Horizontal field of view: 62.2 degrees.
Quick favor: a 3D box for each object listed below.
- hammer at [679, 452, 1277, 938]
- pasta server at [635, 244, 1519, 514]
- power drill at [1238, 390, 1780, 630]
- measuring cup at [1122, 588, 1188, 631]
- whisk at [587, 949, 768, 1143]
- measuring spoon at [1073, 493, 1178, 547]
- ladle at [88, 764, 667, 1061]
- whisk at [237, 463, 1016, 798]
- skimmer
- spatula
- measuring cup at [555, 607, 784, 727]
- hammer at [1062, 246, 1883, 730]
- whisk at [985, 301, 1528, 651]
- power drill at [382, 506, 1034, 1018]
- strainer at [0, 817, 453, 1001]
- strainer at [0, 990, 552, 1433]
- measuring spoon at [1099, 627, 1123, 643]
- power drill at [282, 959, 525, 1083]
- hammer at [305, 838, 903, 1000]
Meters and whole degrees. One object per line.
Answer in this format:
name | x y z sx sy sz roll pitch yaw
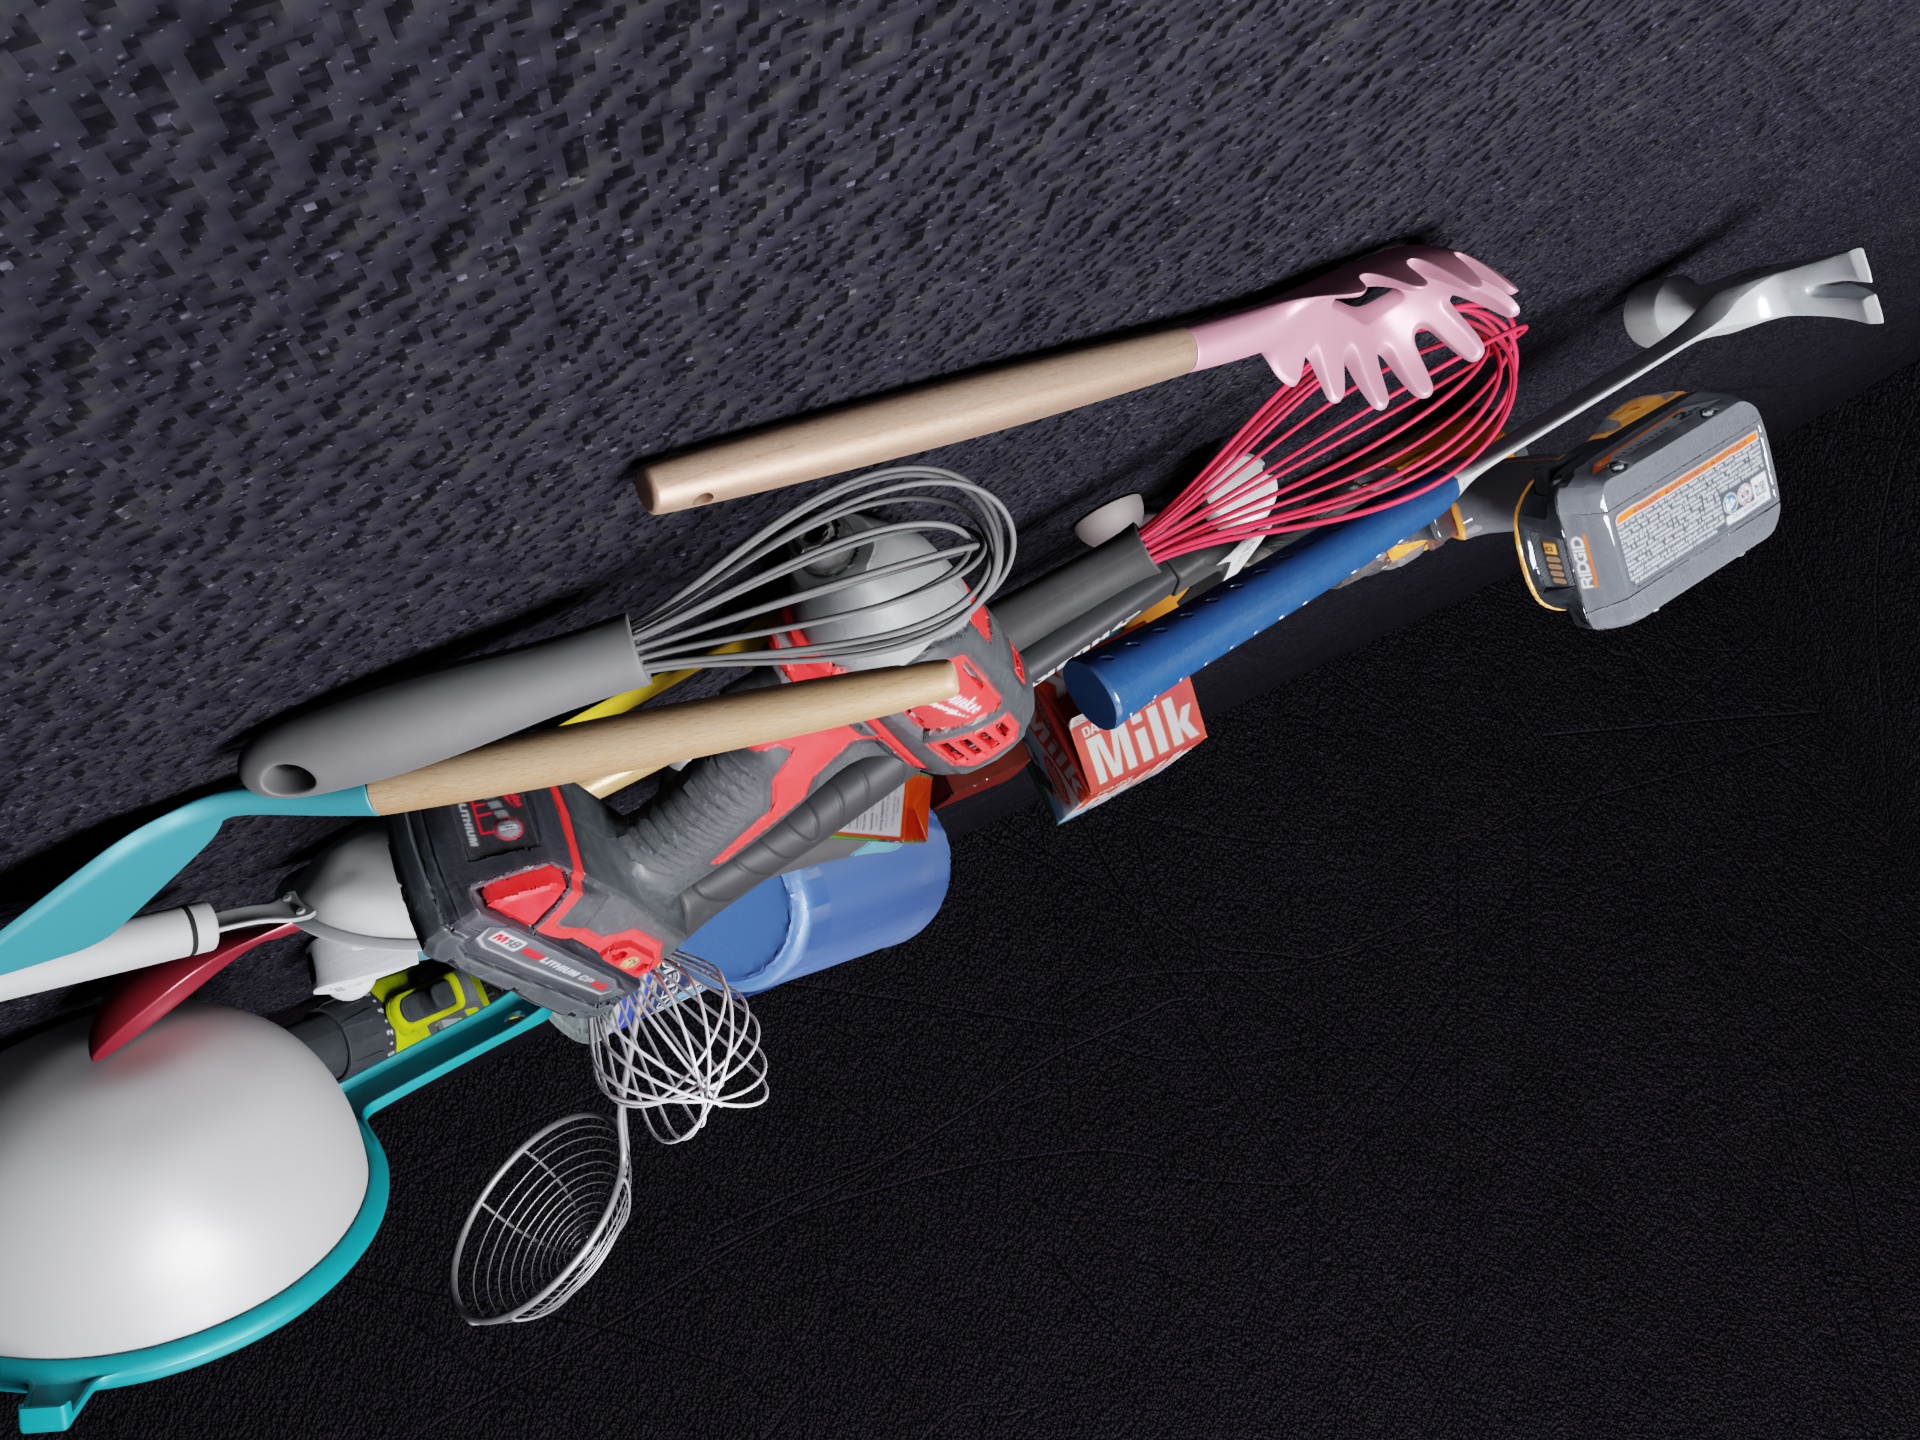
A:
hammer | -0.001 -0.002 0.739 0.335 0.035 0.146 -35 171 -5
pasta server | 0.051 -0.101 0.481 0.316 0.040 0.060 -21 159 -30
power drill | 0.264 -0.102 0.814 0.185 0.084 0.226 -29 -160 -18
measuring cup | 0.131 -0.066 0.996 0.095 0.052 0.173 -25 175 -11
whisk | -0.156 0.104 0.711 0.070 0.070 0.285 -24 -154 -21
measuring spoon | 0.088 -0.090 0.772 0.034 0.018 0.124 -29 171 21
ladle | -0.235 0.062 0.708 0.315 0.031 0.069 -27 -177 -13
whisk | -0.098 -0.022 0.471 0.239 0.055 0.055 -19 173 -3
skimmer | -0.200 0.163 0.826 0.090 0.127 0.363 8 118 -16
spatula | -0.154 0.028 0.496 0.317 0.044 0.082 -12 180 4
measuring cup | -0.101 -0.010 0.630 0.156 0.029 0.062 -27 174 -10
hammer | 0.223 -0.109 0.700 0.405 0.035 0.144 -31 -164 -16
whisk | 0.093 -0.080 0.645 0.296 0.073 0.073 -29 173 13
power drill | -0.088 0.011 0.573 0.219 0.079 0.143 -32 148 6
strainer | -0.275 0.074 0.591 0.087 0.050 0.258 26 -154 39
strainer | -0.331 0.170 0.758 0.211 0.095 0.340 19 -154 31
measuring spoon | 0.064 -0.043 1.097 0.128 0.021 0.042 -16 173 -4
power drill | -0.318 0.169 1.014 0.228 0.080 0.190 -27 175 32
hammer | -0.190 0.096 0.884 0.331 0.033 0.128 -13 170 -17
